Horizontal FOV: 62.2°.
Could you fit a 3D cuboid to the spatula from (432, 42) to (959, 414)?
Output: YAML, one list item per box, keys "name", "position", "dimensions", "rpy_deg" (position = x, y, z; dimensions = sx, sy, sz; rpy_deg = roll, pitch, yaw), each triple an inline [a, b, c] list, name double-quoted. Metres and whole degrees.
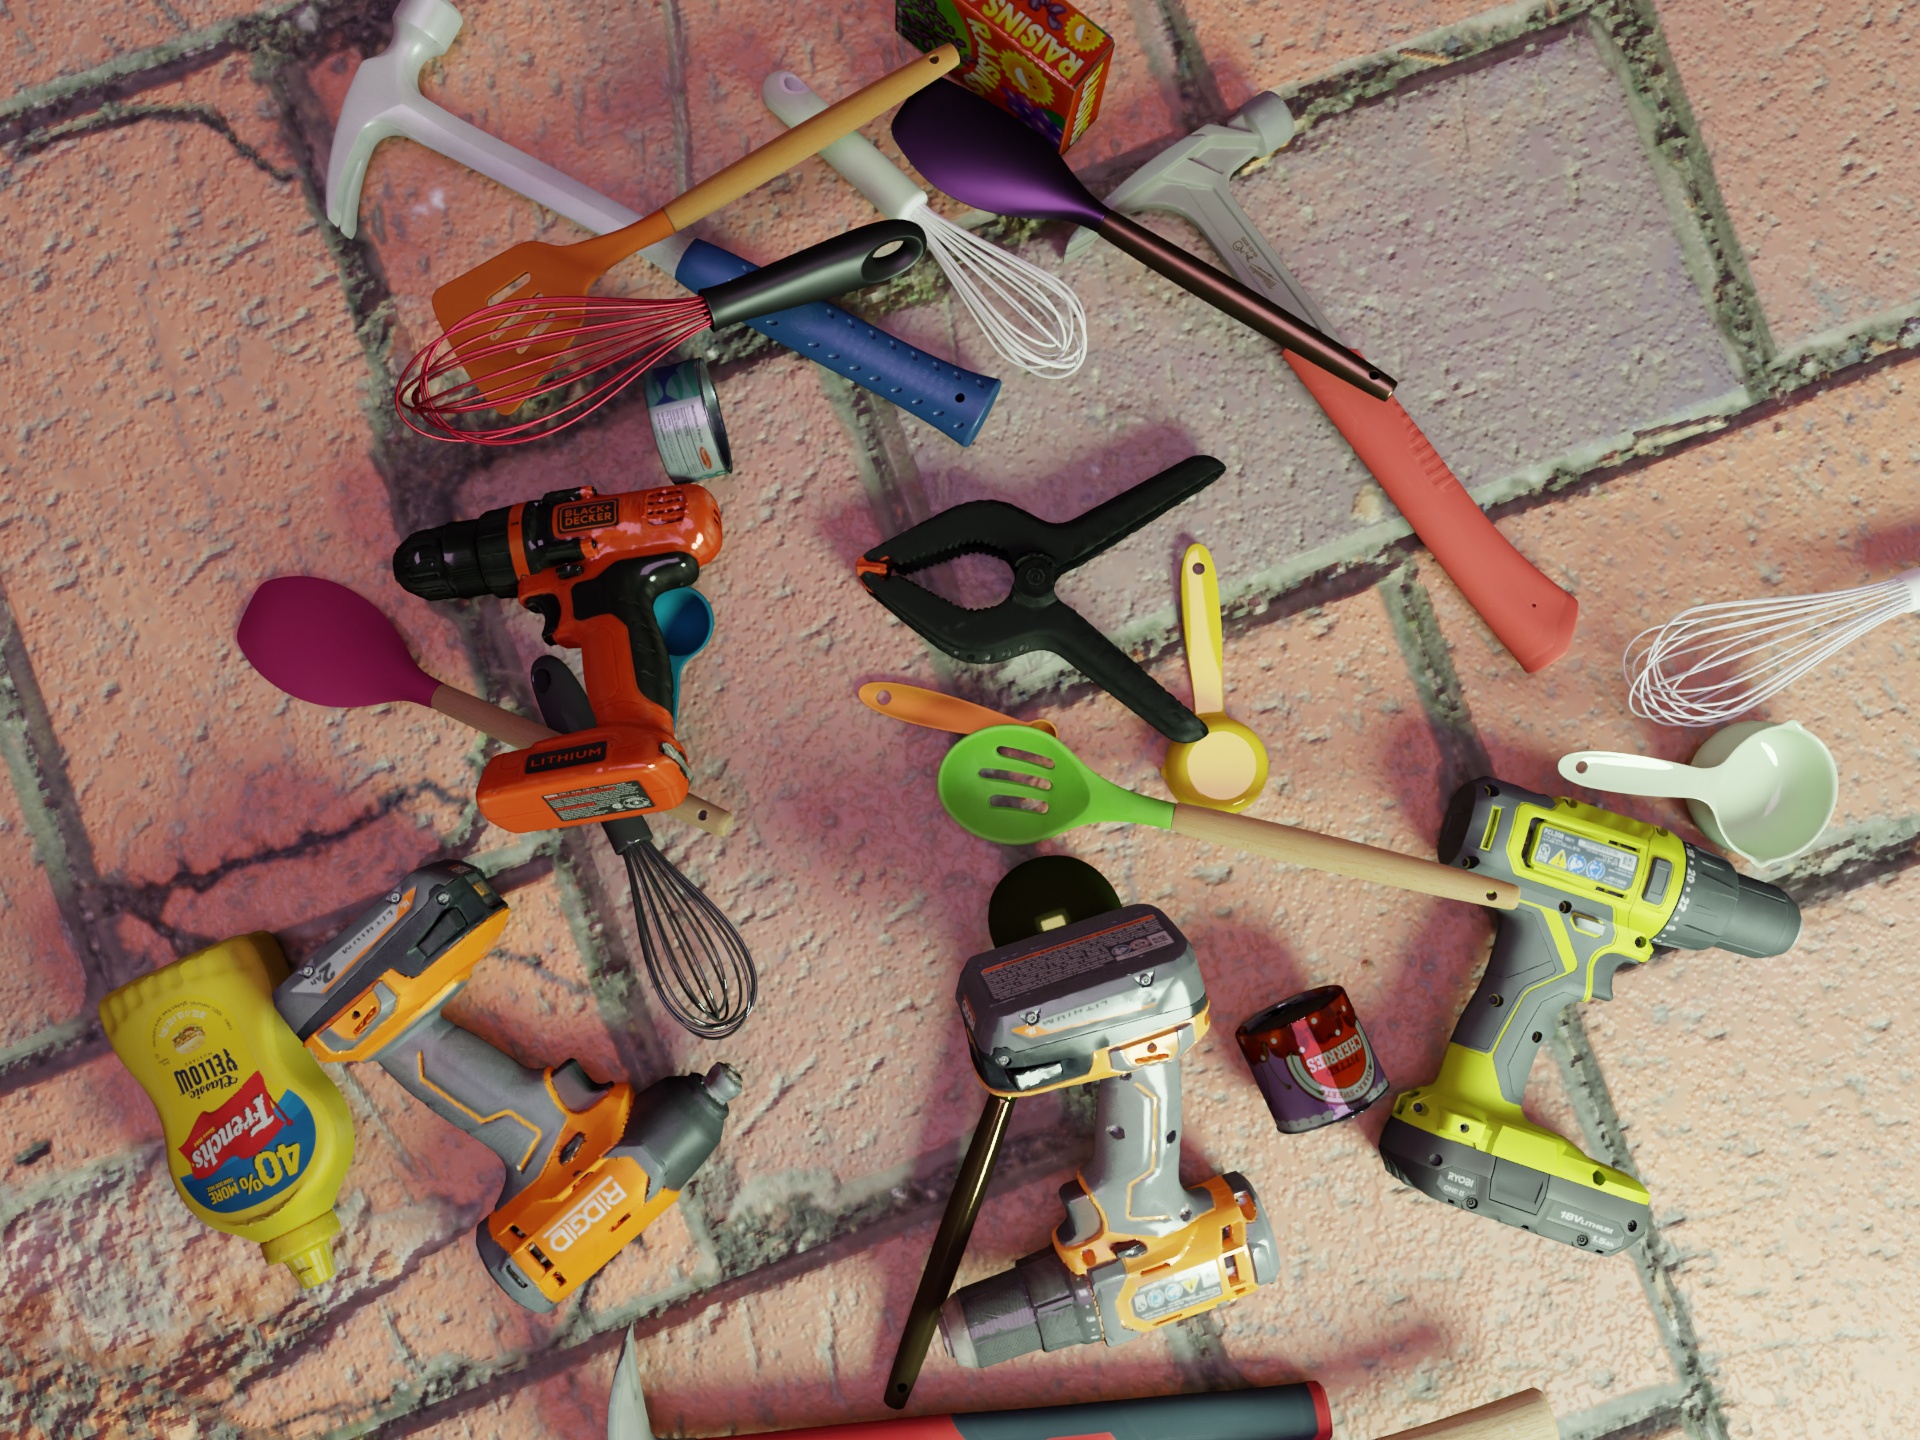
- name: "spatula"
  position: [-0.139, -0.285, 0.876]
  dimensions: [0.322, 0.041, 0.081]
  rpy_deg: [-32, 88, -6]

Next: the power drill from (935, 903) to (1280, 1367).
- name: "power drill"
  position: [0.059, 0.228, 0.828]
  dimensions: [0.185, 0.084, 0.226]
  rpy_deg: [-17, 110, -7]

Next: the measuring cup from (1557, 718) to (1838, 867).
- name: "measuring cup"
  position: [0.395, 0.031, 0.871]
  dimensions: [0.167, 0.038, 0.083]
  rpy_deg: [8, 98, -10]

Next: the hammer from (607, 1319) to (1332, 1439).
- name: "hammer"
  position: [0.006, 0.378, 0.860]
  dimensions: [0.386, 0.038, 0.143]
  rpy_deg: [-5, 104, -2]

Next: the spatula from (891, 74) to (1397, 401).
- name: "spatula"
  position: [0.100, -0.259, 0.875]
  dimensions: [0.316, 0.018, 0.060]
  rpy_deg: [32, 83, 6]

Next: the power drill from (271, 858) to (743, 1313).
- name: "power drill"
  position: [-0.237, 0.184, 0.864]
  dimensions: [0.164, 0.084, 0.226]
  rpy_deg: [-41, 92, -2]

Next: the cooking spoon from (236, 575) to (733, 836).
- name: "cooking spoon"
  position: [-0.266, -0.004, 0.876]
  dimensions: [0.319, 0.017, 0.069]
  rpy_deg: [23, 86, 12]

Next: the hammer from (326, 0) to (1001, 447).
- name: "hammer"
  position: [-0.168, -0.261, 0.903]
  dimensions: [0.405, 0.035, 0.144]
  rpy_deg: [28, 88, 1]

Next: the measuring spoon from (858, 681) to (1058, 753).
- name: "measuring spoon"
  position: [-0.001, -0.003, 0.905]
  dimensions: [0.117, 0.011, 0.021]
  rpy_deg: [14, 93, 4]

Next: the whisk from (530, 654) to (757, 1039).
- name: "whisk"
  position: [-0.179, 0.066, 0.880]
  dimensions: [0.055, 0.055, 0.239]
  rpy_deg: [-29, 81, -1]

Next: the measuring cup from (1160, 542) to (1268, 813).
- name: "measuring cup"
  position: [0.140, -0.023, 0.893]
  dimensions: [0.062, 0.029, 0.156]
  rpy_deg: [-5, 89, 0]

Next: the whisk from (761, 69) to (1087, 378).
- name: "whisk"
  position: [-0.022, -0.283, 0.901]
  dimensions: [0.246, 0.059, 0.058]
  rpy_deg: [44, 52, 6]

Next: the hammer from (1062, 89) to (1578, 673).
- name: "hammer"
  position: [0.217, -0.173, 0.897]
  dimensions: [0.149, 0.036, 0.359]
  rpy_deg: [-36, 87, -1]

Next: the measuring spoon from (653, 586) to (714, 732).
- name: "measuring spoon"
  position: [-0.165, -0.014, 0.904]
  dimensions: [0.042, 0.021, 0.128]
  rpy_deg: [13, 97, 13]

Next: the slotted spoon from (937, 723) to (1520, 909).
- name: "slotted spoon"
  position: [0.140, 0.060, 0.861]
  dimensions: [0.314, 0.031, 0.070]
  rpy_deg: [13, 105, 13]

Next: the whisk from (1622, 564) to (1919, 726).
- name: "whisk"
  position: [0.500, -0.063, 0.883]
  dimensions: [0.284, 0.070, 0.070]
  rpy_deg: [-20, 88, -5]

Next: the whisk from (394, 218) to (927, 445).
- name: "whisk"
  position: [-0.152, -0.210, 0.839]
  dimensions: [0.296, 0.073, 0.073]
  rpy_deg: [-22, 88, -13]

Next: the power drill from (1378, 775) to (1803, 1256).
- name: "power drill"
  position: [0.337, 0.161, 0.863]
  dimensions: [0.190, 0.080, 0.228]
  rpy_deg: [18, 85, 2]

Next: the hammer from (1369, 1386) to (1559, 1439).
- name: "hammer"
  position: [0.155, 0.420, 0.845]
  dimensions: [0.331, 0.031, 0.130]
  rpy_deg: [-17, 111, 2]

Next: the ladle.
- name: "ladle"
  position: [0.014, 0.228, 0.884]
  dimensions: [0.078, 0.062, 0.320]
  rpy_deg: [18, 95, -8]
